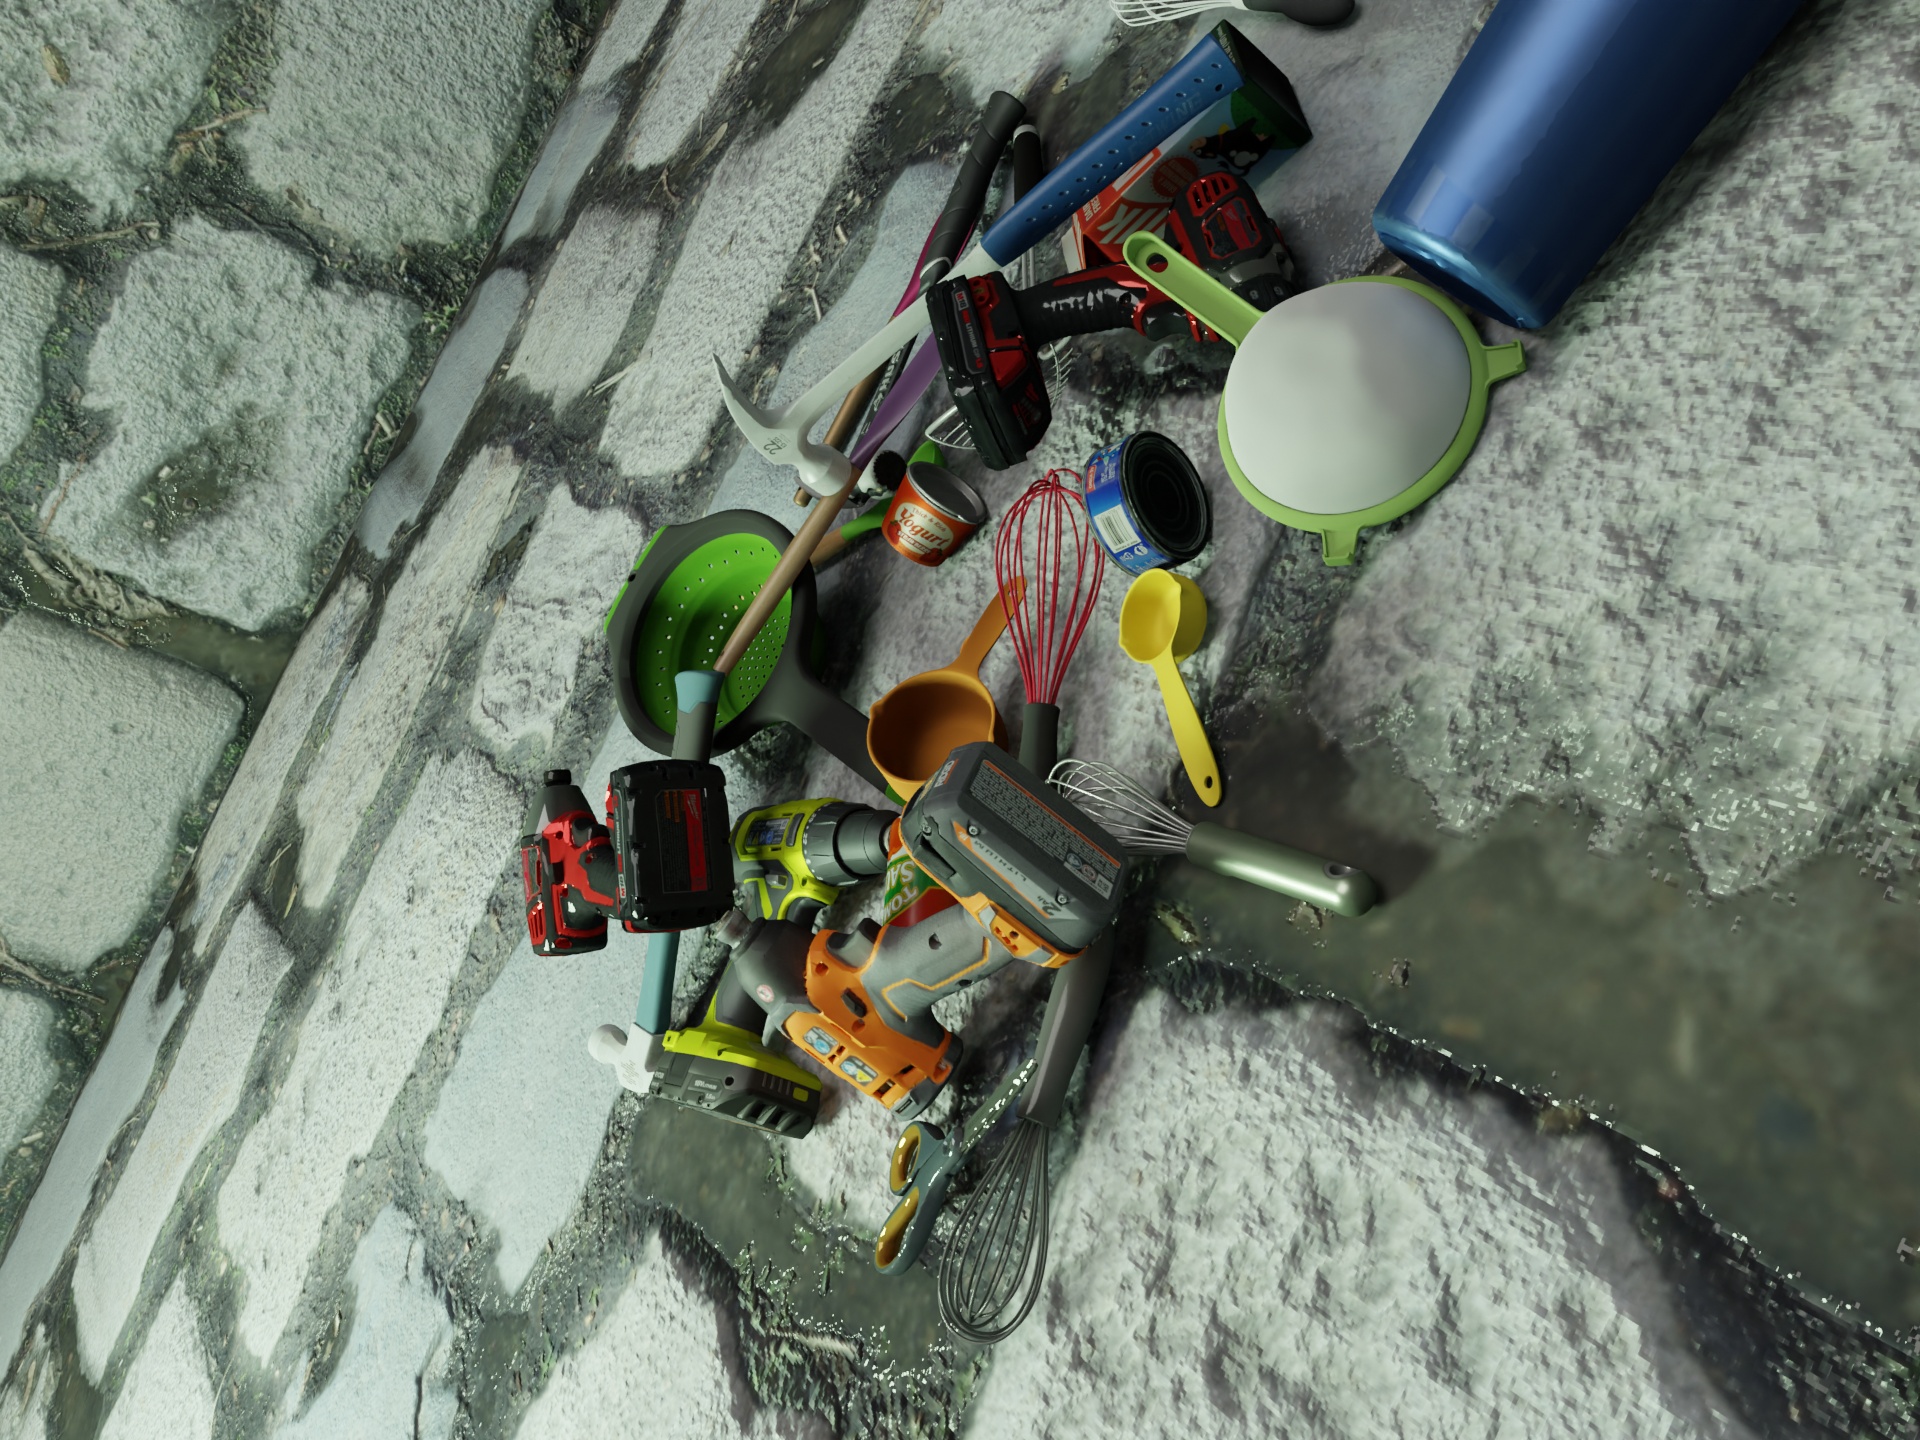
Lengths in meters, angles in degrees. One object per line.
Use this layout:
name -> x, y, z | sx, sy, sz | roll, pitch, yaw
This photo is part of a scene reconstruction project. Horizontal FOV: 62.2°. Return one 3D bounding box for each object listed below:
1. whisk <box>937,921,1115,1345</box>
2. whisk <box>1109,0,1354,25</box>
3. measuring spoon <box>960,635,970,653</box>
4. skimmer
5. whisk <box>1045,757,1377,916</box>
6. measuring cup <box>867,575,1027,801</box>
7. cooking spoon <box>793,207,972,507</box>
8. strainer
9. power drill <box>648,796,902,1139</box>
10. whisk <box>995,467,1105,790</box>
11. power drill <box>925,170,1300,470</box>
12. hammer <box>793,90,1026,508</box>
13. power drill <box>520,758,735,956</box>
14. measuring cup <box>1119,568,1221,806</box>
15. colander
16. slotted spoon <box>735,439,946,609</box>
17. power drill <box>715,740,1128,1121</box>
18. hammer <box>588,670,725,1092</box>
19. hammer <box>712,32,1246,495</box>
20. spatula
whisk -> 0.044, 0.218, 0.866 | 0.055, 0.055, 0.239 | -5, 60, 52
whisk -> 0.190, -0.534, 1.165 | 0.070, 0.070, 0.285 | -58, 39, 9
measuring spoon -> -0.002, -0.004, 1.104 | 0.021, 0.011, 0.117 | -7, 66, 56
skimmer -> 0.031, -0.349, 1.215 | 0.127, 0.090, 0.364 | -32, 45, 40
whisk -> 0.125, 0.066, 0.862 | 0.246, 0.058, 0.059 | 16, 116, 53
measuring cup -> 0.008, -0.017, 1.059 | 0.095, 0.052, 0.174 | 16, 62, 29
cooking spoon -> -0.066, -0.329, 1.395 | 0.069, 0.017, 0.319 | 30, 92, 56
strainer -> 0.169, -0.215, 0.881 | 0.151, 0.069, 0.257 | -49, 60, 9
power drill -> -0.117, 0.160, 1.086 | 0.190, 0.080, 0.229 | -9, 59, 53
whisk -> 0.052, -0.025, 1.007 | 0.073, 0.073, 0.296 | -16, 62, 47
power drill -> 0.105, -0.238, 1.000 | 0.226, 0.080, 0.188 | -19, 56, 9
hammer -> -0.029, -0.353, 1.319 | 0.149, 0.036, 0.409 | -5, 60, 56
power drill -> -0.255, 0.094, 1.158 | 0.220, 0.078, 0.143 | -16, 77, 50
measuring cup -> 0.133, -0.018, 0.925 | 0.062, 0.029, 0.157 | -46, 49, 44
colander -> -0.122, -0.022, 1.220 | 0.397, 0.094, 0.204 | 34, 95, 39
slotted spoon -> -0.108, -0.148, 1.325 | 0.314, 0.031, 0.070 | -25, 50, 45
power drill -> -0.031, 0.117, 0.898 | 0.226, 0.164, 0.084 | -48, 7, 33
hammer -> -0.217, 0.122, 1.193 | 0.128, 0.033, 0.331 | 19, 103, 46
hammer -> 0.009, -0.305, 1.056 | 0.405, 0.144, 0.035 | -36, 52, 20
spatula -> -0.092, -0.166, 1.181 | 0.316, 0.018, 0.060 | -56, 28, 1
